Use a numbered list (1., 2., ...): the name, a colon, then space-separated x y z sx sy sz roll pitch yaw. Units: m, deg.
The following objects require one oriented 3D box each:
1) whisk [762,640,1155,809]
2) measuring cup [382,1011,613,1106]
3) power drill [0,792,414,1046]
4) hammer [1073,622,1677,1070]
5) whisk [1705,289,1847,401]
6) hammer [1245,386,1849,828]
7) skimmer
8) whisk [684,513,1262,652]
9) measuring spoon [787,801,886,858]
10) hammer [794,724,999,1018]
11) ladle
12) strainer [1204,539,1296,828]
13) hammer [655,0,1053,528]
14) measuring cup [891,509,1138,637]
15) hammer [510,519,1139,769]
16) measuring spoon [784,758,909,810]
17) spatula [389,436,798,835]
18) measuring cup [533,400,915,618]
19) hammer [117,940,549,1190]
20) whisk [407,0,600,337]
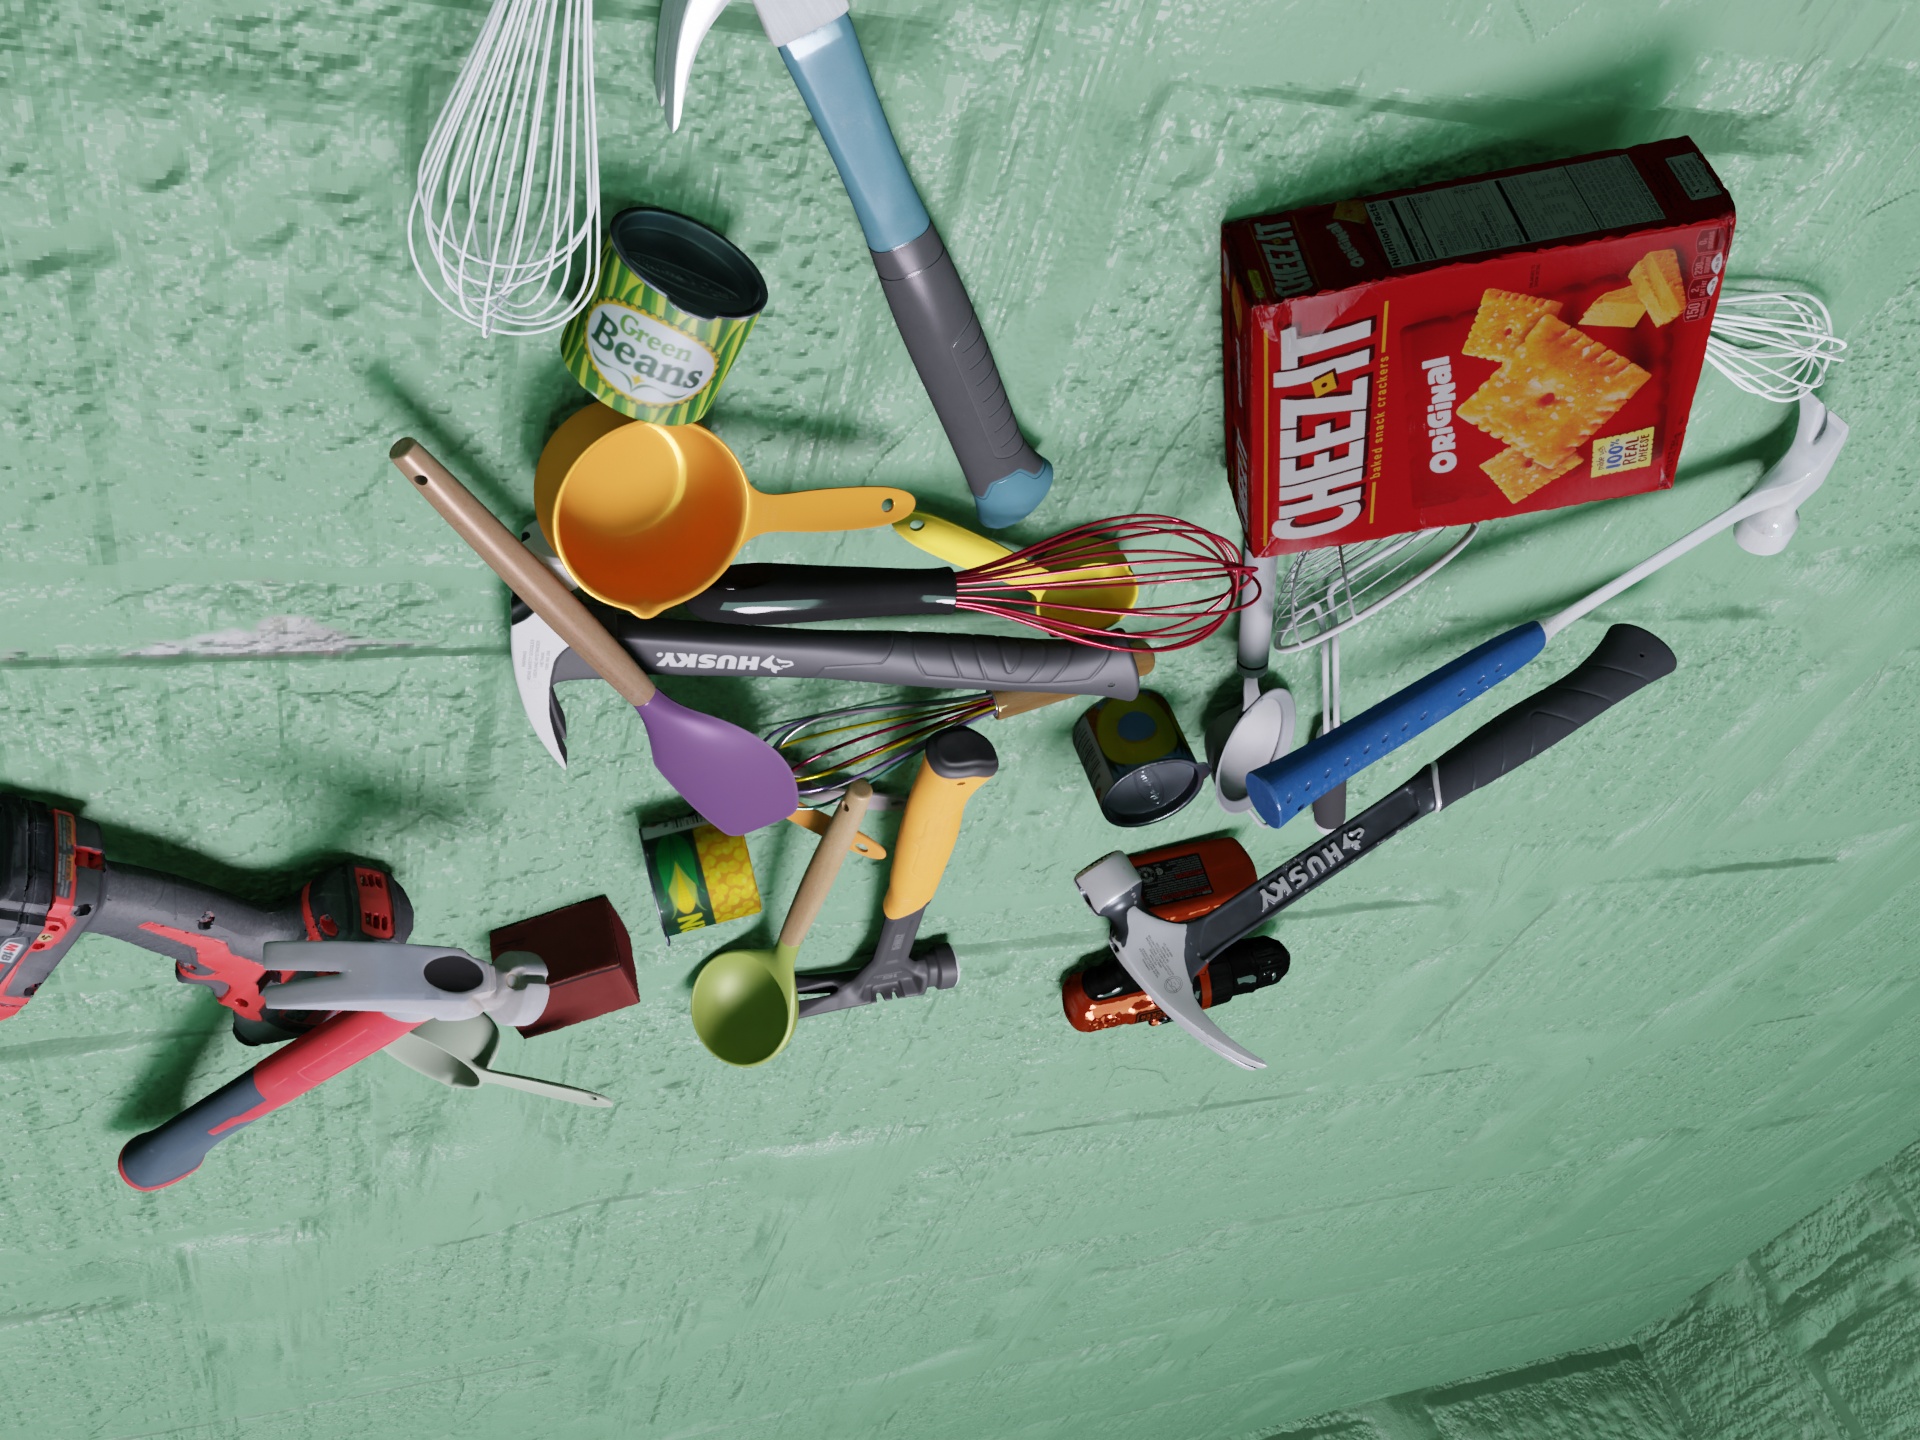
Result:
1. whisk: -0.001 -0.002 0.902 0.245 0.051 0.047 -17 177 -14
2. measuring cup: -0.280 0.201 0.971 0.167 0.038 0.083 10 145 17
3. power drill: -0.420 0.120 0.840 0.143 0.079 0.219 -41 142 26
4. hammer: 0.274 0.054 0.958 0.409 0.149 0.036 -30 170 -14
5. whisk: 0.370 -0.211 0.826 0.246 0.058 0.059 5 102 -26
6. hammer: 0.342 -0.058 0.921 0.405 0.035 0.144 -30 153 -9
7. skimmer: 0.249 -0.007 0.980 0.127 0.090 0.362 -37 147 -12
8. whisk: 0.013 -0.064 0.775 0.295 0.073 0.073 -3 140 -18
9. measuring spoon: -0.097 0.055 0.908 0.117 0.011 0.021 25 142 -2
10. hammer: -0.037 0.103 0.989 0.127 0.034 0.336 -8 151 -17
11. ladle: -0.106 0.125 0.959 0.062 0.078 0.320 -29 161 -32
12. strainer: 0.175 -0.031 0.959 0.087 0.050 0.258 -41 145 -29
13. hammer: -0.020 -0.195 0.665 0.128 0.033 0.330 -25 143 4
14. measuring cup: 0.027 -0.087 0.832 0.156 0.029 0.062 20 130 -33
15. hammer: -0.062 -0.030 0.825 0.334 0.035 0.146 2 138 -18
16. measuring spoon: -0.072 0.039 0.954 0.034 0.018 0.124 -28 153 36
17. spatula: -0.163 -0.027 0.757 0.060 0.018 0.315 -22 141 12
18. measuring cup: -0.106 -0.102 0.718 0.173 0.052 0.095 -7 120 -31
19. hammer: -0.394 0.199 0.881 0.386 0.038 0.143 -30 151 36
20. whisk: -0.133 -0.252 0.526 0.070 0.070 0.284 2 134 -27
